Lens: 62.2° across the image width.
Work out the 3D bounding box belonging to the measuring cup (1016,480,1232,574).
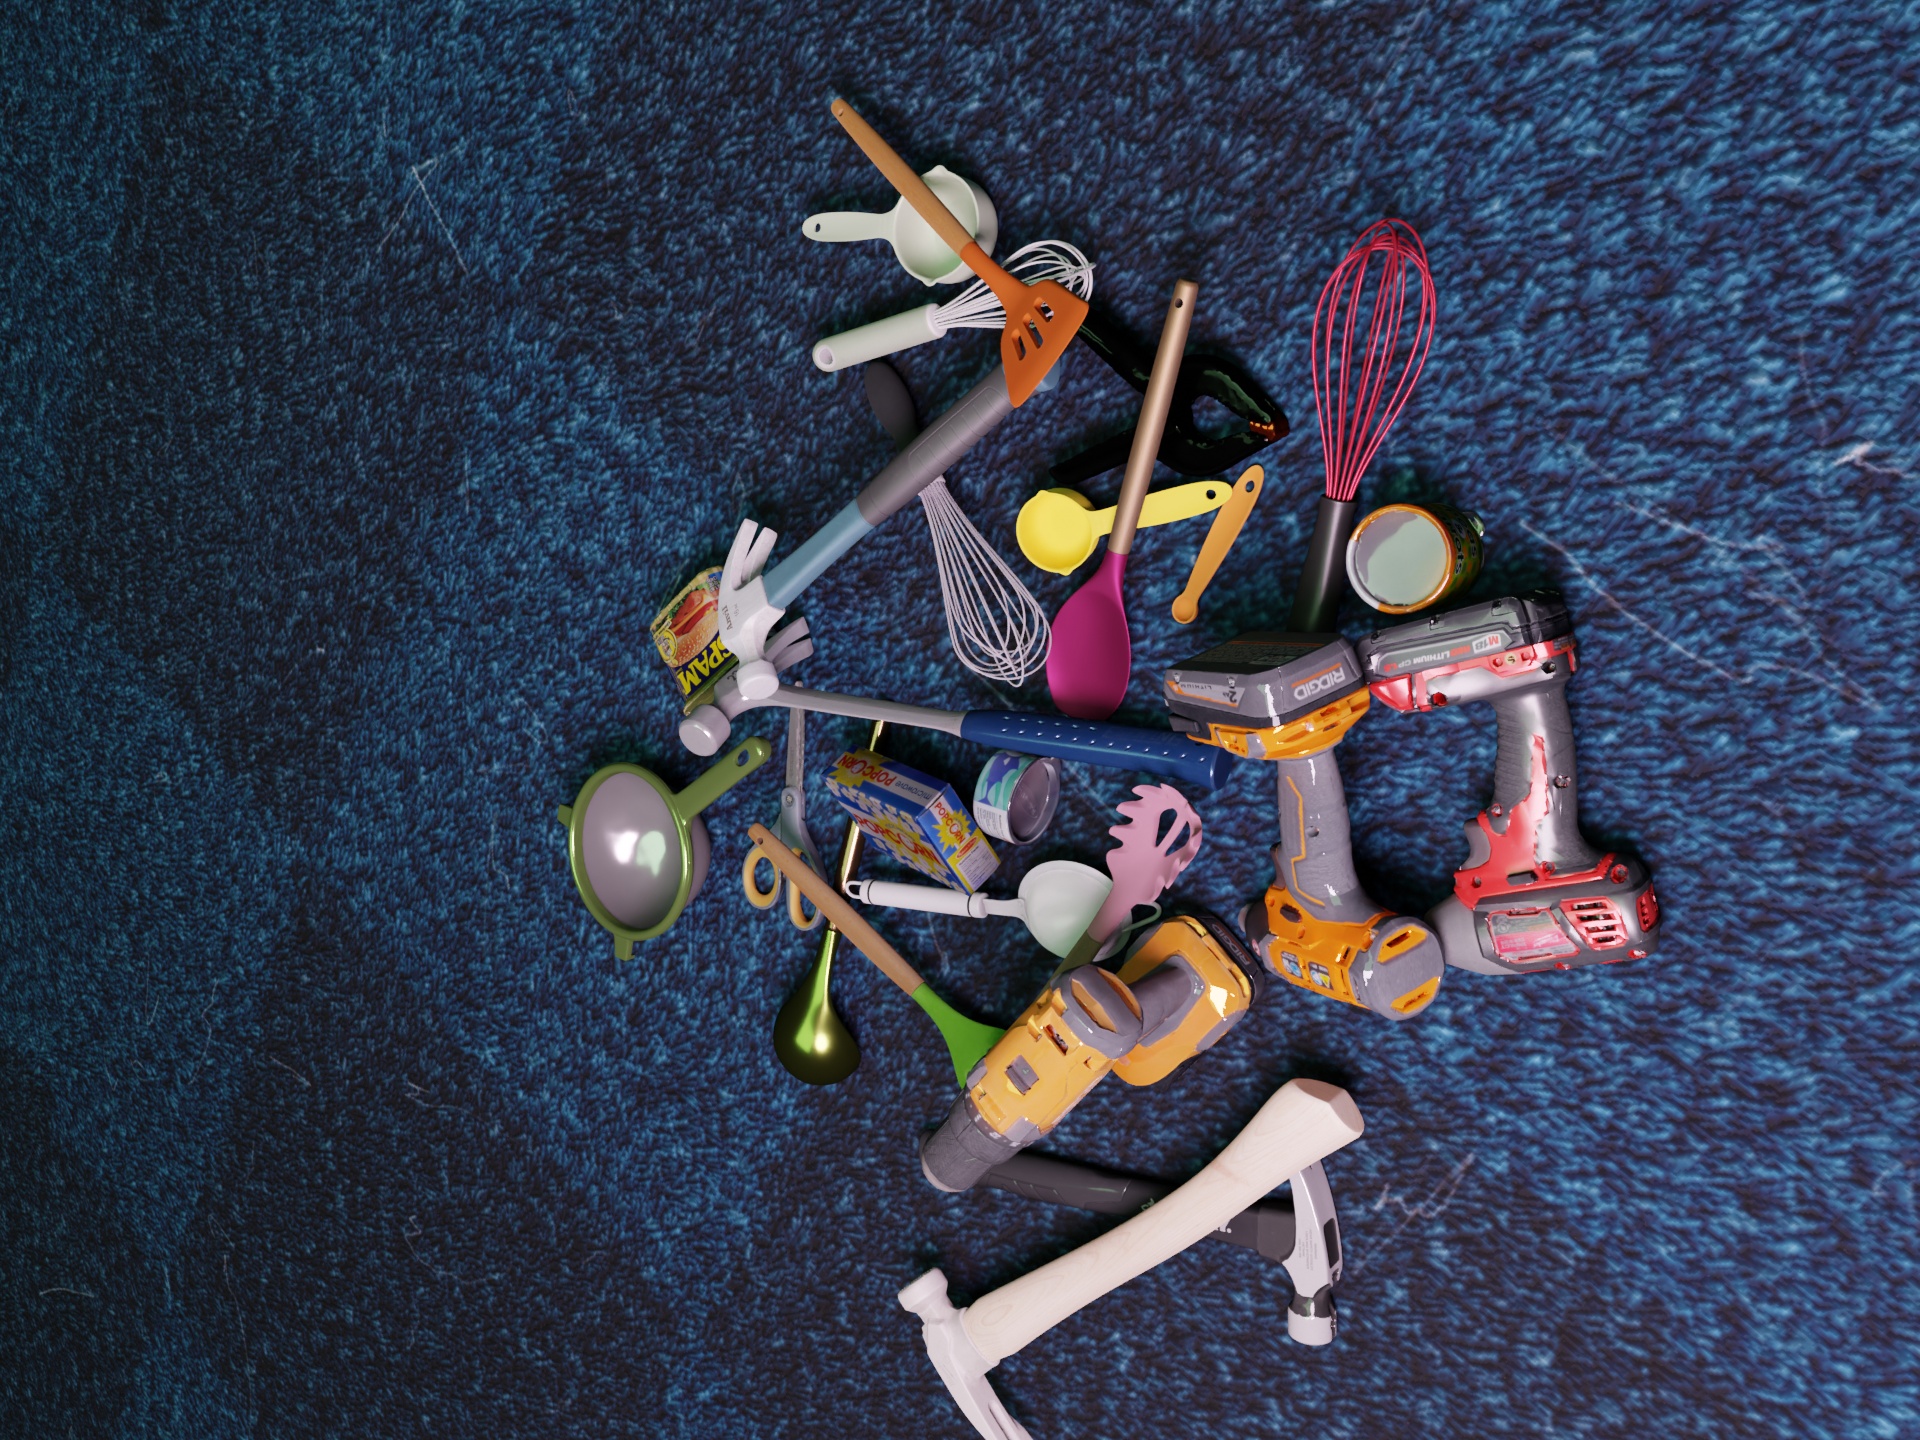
[{"bbox_3d":[0.113,-0.142,1.088,0.156,0.029,0.062,-11,107,26],"label":"measuring cup"}]

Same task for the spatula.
[{"bbox_3d":[-0.012,-0.337,1.086,0.081,0.041,0.323,-51,58,26],"label":"spatula"}]

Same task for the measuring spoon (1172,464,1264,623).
[{"bbox_3d":[0.173,-0.116,1.058,0.021,0.011,0.117,40,114,36],"label":"measuring spoon"}]

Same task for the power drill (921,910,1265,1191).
[{"bbox_3d":[0.082,0.216,1.027,0.084,0.226,0.185,49,120,20],"label":"power drill"}]

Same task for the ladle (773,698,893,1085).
[{"bbox_3d":[-0.088,0.139,1.262,0.078,0.062,0.320,17,99,28],"label":"ladle"}]

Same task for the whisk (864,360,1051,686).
[{"bbox_3d":[-0.012,-0.148,1.150,0.070,0.070,0.285,-39,64,32],"label":"whisk"}]

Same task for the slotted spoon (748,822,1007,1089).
[{"bbox_3d":[-0.052,0.188,1.210,0.314,0.031,0.070,43,111,14],"label":"slotted spoon"}]

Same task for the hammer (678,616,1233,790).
[{"bbox_3d":[-0.002,-0.004,1.140,0.406,0.144,0.035,9,131,27],"label":"hammer"}]

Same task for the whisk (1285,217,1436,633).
[{"bbox_3d":[0.237,-0.156,0.980,0.073,0.073,0.295,21,114,32],"label":"whisk"}]

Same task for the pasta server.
[{"bbox_3d":[0.075,0.168,1.092,0.060,0.040,0.316,44,118,26],"label":"pasta server"}]

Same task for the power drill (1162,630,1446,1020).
[{"bbox_3d":[0.201,0.063,0.978,0.164,0.084,0.226,8,119,66],"label":"power drill"}]

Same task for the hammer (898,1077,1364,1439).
[{"bbox_3d":[0.121,0.373,1.095,0.410,0.038,0.146,-44,73,32],"label":"hammer"}]

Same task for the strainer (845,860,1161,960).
[{"bbox_3d":[0.020,0.138,1.163,0.258,0.050,0.086,3,119,32],"label":"strainer"}]

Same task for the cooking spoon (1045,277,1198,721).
[{"bbox_3d":[0.112,-0.137,1.060,0.069,0.017,0.318,29,124,27],"label":"cooking spoon"}]

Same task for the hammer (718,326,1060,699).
[{"bbox_3d":[-0.057,-0.156,1.127,0.331,0.033,0.128,-38,54,26],"label":"hammer"}]

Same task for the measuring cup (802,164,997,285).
[{"bbox_3d":[-0.044,-0.360,1.167,0.168,0.038,0.083,13,102,36],"label":"measuring cup"}]

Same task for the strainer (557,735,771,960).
[{"bbox_3d":[-0.226,0.081,1.328,0.256,0.069,0.151,-37,72,32],"label":"strainer"}]

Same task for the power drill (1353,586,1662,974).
[{"bbox_3d":[0.313,0.042,0.939,0.143,0.078,0.220,-16,89,36],"label":"power drill"}]

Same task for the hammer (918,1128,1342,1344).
[{"bbox_3d":[0.109,0.334,1.141,0.335,0.035,0.146,2,97,36],"label":"hammer"}]

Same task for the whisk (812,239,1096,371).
[{"bbox_3d":[-0.010,-0.289,1.138,0.246,0.059,0.057,-8,112,36],"label":"whisk"}]
